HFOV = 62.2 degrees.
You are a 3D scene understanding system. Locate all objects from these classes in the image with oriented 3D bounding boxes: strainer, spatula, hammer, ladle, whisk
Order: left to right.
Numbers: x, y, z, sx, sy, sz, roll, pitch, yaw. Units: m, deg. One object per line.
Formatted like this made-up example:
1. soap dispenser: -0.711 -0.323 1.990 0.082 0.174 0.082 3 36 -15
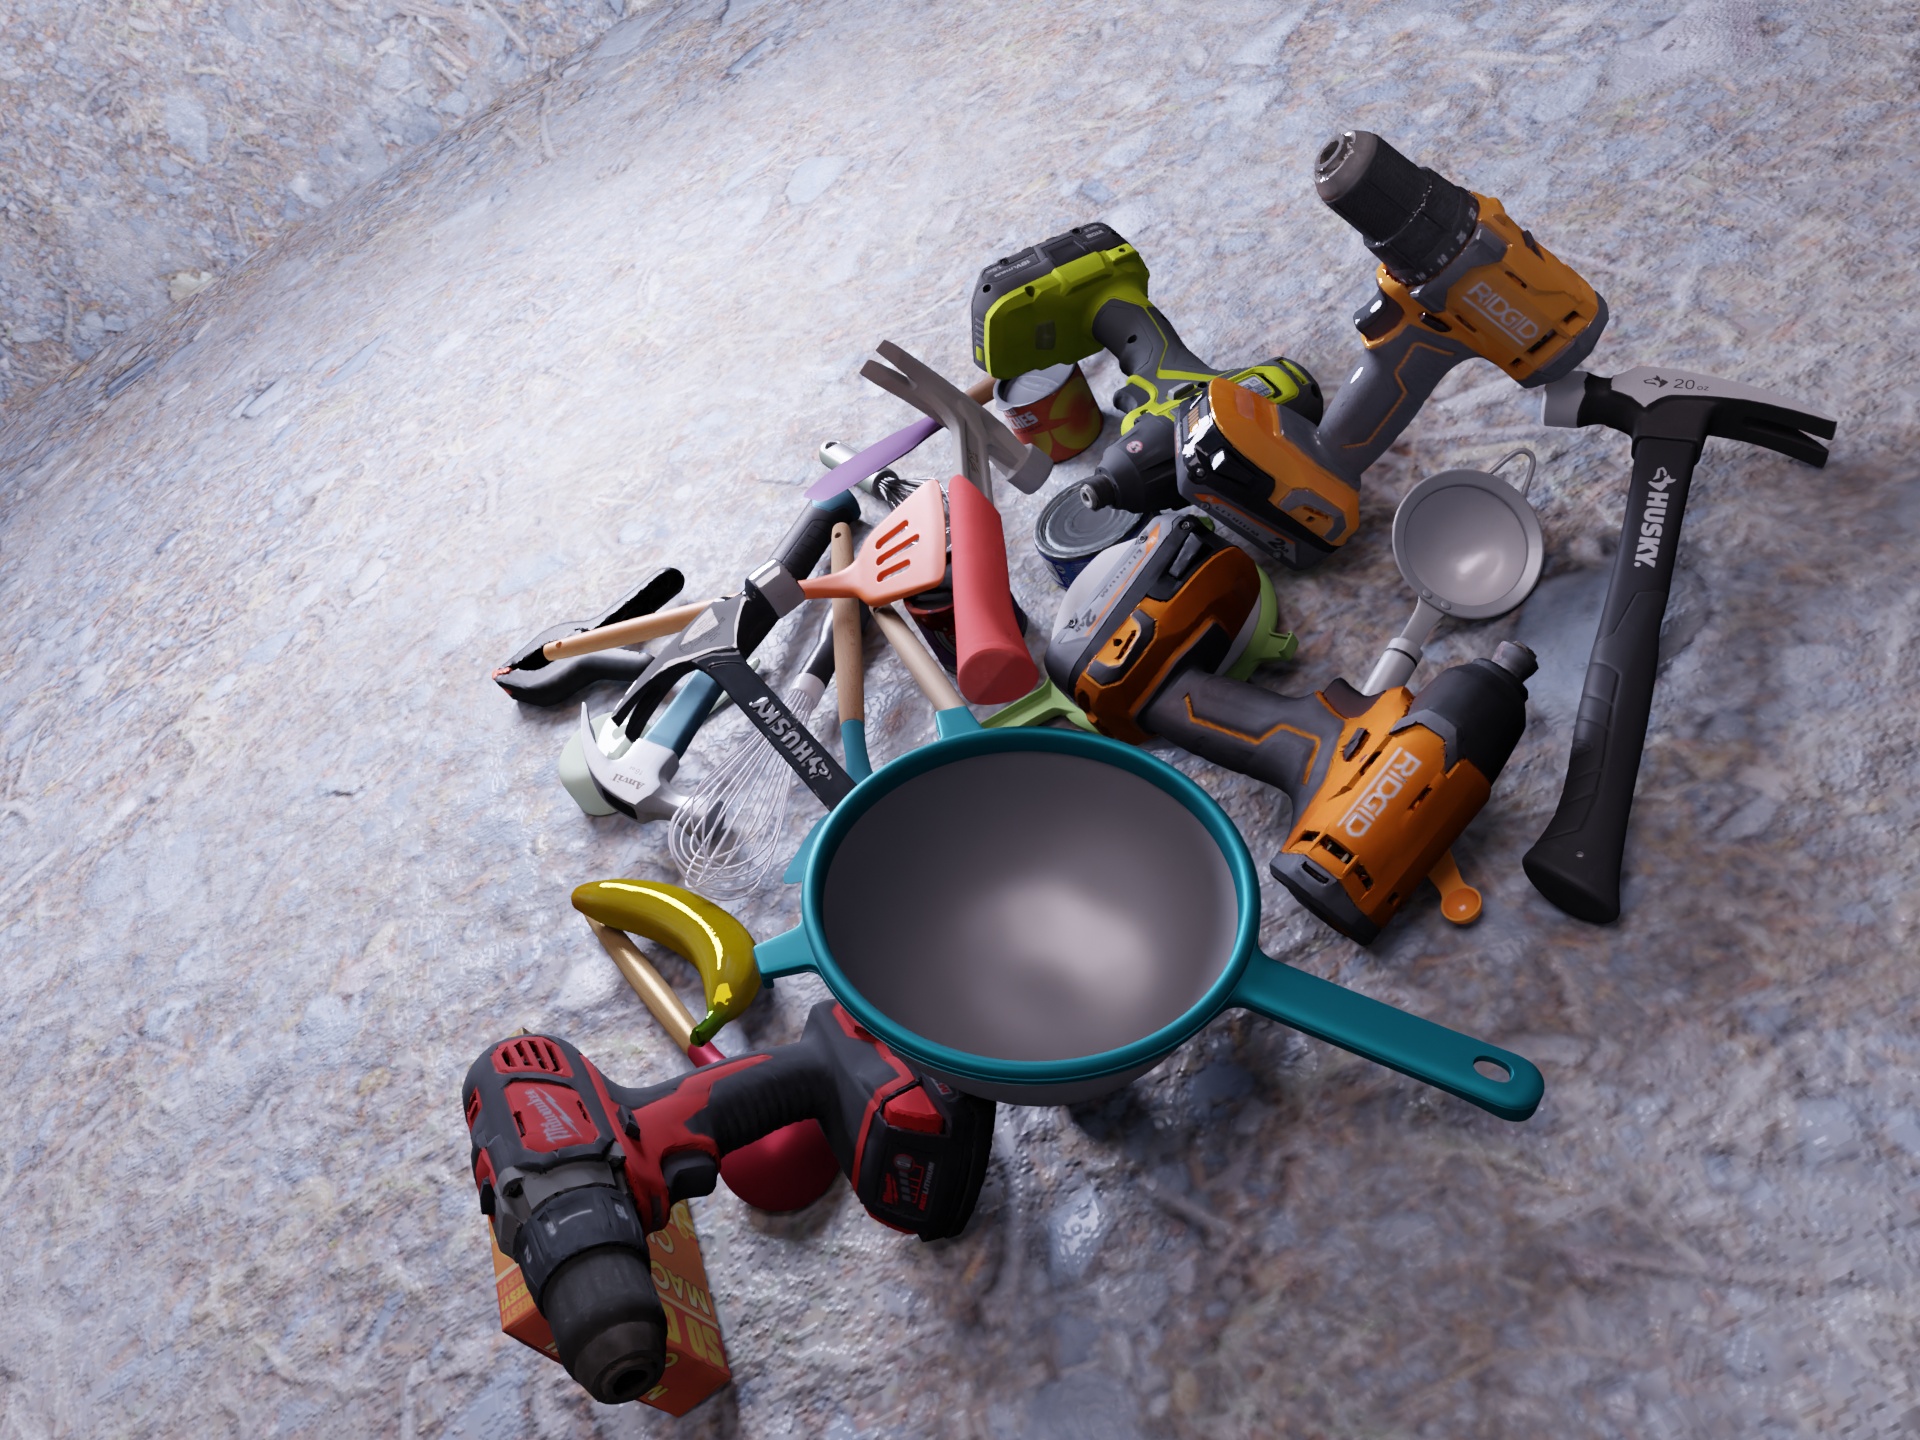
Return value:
1. ladle: -0.162 0.179 0.933 0.069 0.031 0.316 -42 38 -12
2. spatula: -0.151 -0.085 1.088 0.322 0.041 0.081 -12 63 18
3. hammer: -0.158 -0.060 1.149 0.128 0.033 0.331 18 53 16
4. whisk: -0.115 0.004 1.061 0.070 0.070 0.285 -5 42 31
5. spatula: -0.074 -0.023 1.037 0.082 0.044 0.318 -17 49 13
6. hammer: -0.063 0.057 0.914 0.149 0.036 0.409 -39 52 -7
7. whisk: -0.054 -0.178 1.209 0.058 0.059 0.247 -30 33 -14
8. hammer: 0.002 -0.122 0.962 0.036 0.149 0.359 -49 21 24
9. spatula: 0.013 -0.248 1.213 0.316 0.018 0.060 -34 28 -17
10. strainer: 0.064 -0.041 0.965 0.256 0.069 0.152 -30 40 7
11. strainer: 0.089 0.127 0.738 0.340 0.095 0.211 20 47 19
12. strainer: 0.244 -0.043 0.870 0.087 0.050 0.258 34 73 3
13. hammer: 0.343 -0.049 0.798 0.146 0.035 0.335 11 59 23

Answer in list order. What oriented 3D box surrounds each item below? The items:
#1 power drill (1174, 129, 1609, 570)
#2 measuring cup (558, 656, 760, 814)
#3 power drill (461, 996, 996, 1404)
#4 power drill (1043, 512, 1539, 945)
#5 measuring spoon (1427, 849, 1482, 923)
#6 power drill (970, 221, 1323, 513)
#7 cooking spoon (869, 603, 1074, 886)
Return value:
1. power drill: 0.215 -0.206 0.893 0.226 0.185 0.084 -42 30 37
2. measuring cup: -0.217 -0.001 1.143 0.167 0.038 0.083 -40 39 -5
3. power drill: -0.098 0.205 0.720 0.226 0.080 0.188 -4 30 -29
4. power drill: 0.170 -0.014 0.814 0.164 0.084 0.227 -50 55 1
5. measuring spoon: 0.233 0.061 0.797 0.021 0.011 0.117 -31 35 13
6. power drill: 0.108 -0.231 1.067 0.171 0.080 0.223 -27 55 -17
7. cooking spoon: -0.002 -0.003 0.958 0.068 0.017 0.319 -62 32 18
